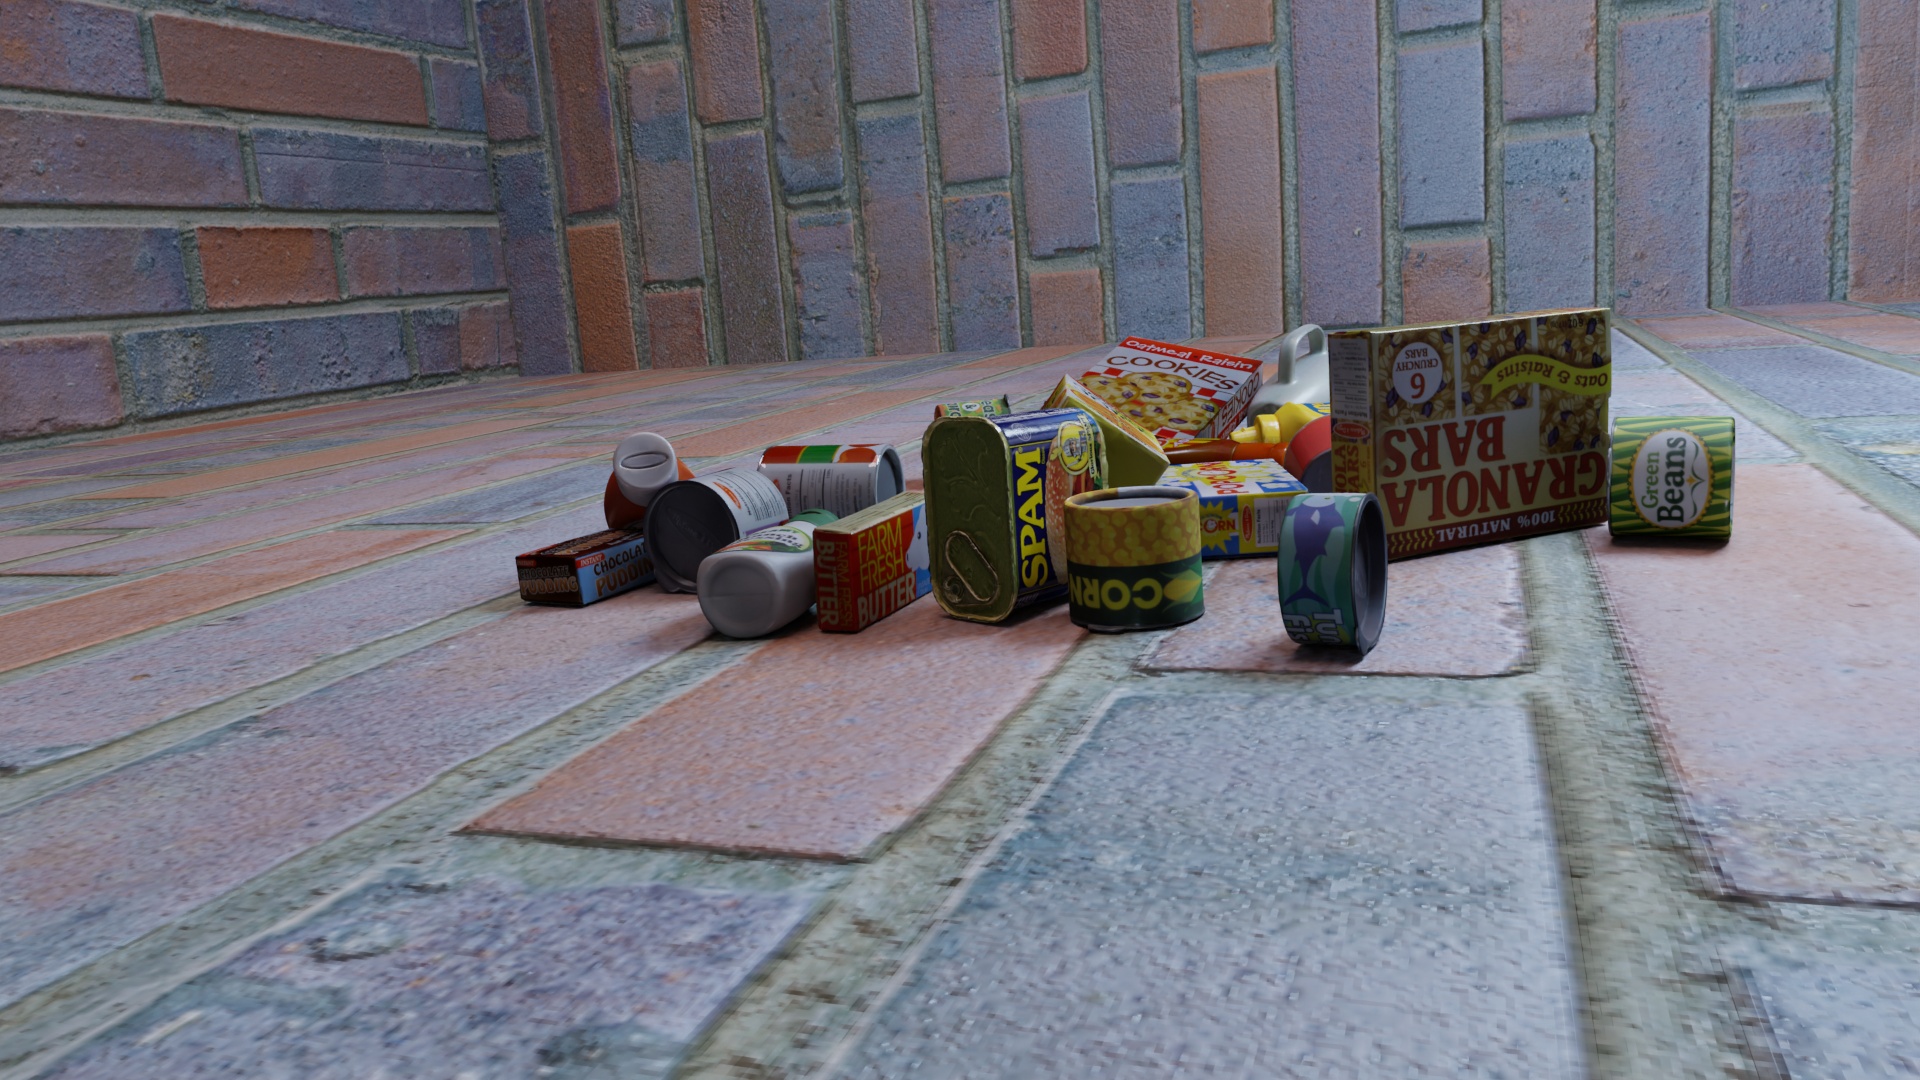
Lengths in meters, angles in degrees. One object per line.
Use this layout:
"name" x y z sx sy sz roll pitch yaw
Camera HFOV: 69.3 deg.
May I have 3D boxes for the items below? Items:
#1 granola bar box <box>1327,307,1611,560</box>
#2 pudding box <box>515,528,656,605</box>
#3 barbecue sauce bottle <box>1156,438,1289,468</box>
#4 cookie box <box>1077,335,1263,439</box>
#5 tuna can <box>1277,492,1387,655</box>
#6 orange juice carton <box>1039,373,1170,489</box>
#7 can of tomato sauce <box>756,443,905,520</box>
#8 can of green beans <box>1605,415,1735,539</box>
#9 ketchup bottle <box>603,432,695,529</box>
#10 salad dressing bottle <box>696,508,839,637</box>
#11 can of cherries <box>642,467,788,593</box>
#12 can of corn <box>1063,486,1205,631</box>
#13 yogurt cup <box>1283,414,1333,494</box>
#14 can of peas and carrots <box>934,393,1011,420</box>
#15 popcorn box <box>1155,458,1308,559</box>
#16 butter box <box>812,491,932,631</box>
"granola bar box" 0.286 -0.062 0.772 0.166 0.124 0.039 -9 11 -20
"pudding box" -0.218 0.015 0.831 0.049 0.030 0.084 0 12 29
"barbecue sauce bottle" 0.164 -0.051 0.982 0.148 0.043 0.065 4 12 34
"cookie box" 0.158 -0.109 1.121 0.123 0.040 0.168 16 35 26
"tuna can" 0.159 0.015 0.593 0.033 0.071 0.071 0 11 29
"orange juice carton" 0.076 -0.053 0.880 0.072 0.073 0.193 34 11 -3
"can of tomato sauce" -0.084 -0.031 0.919 0.083 0.071 0.071 -1 11 15
"can of green beans" 0.382 -0.034 0.745 0.058 0.071 0.071 2 13 31
"ketchup bottle" -0.195 -0.030 0.875 0.065 0.043 0.148 -10 -12 -11
"salad dressing bottle" -0.096 0.013 0.753 0.064 0.044 0.148 -4 11 10
"can of cherries" -0.145 -0.006 0.821 0.071 0.071 0.058 0 11 24
"can of corn" 0.082 0.008 0.671 0.071 0.058 0.071 -4 10 1
"yogurt cup" 0.231 -0.038 0.840 0.072 0.072 0.054 -2 19 12
"can of peas and carrots" 0.011 -0.085 1.146 0.059 0.070 0.071 -6 11 -7
"popcorn box" 0.157 -0.020 0.837 0.085 0.038 0.127 -4 11 4
"butter box" -0.042 0.010 0.726 0.024 0.053 0.104 3 14 24
